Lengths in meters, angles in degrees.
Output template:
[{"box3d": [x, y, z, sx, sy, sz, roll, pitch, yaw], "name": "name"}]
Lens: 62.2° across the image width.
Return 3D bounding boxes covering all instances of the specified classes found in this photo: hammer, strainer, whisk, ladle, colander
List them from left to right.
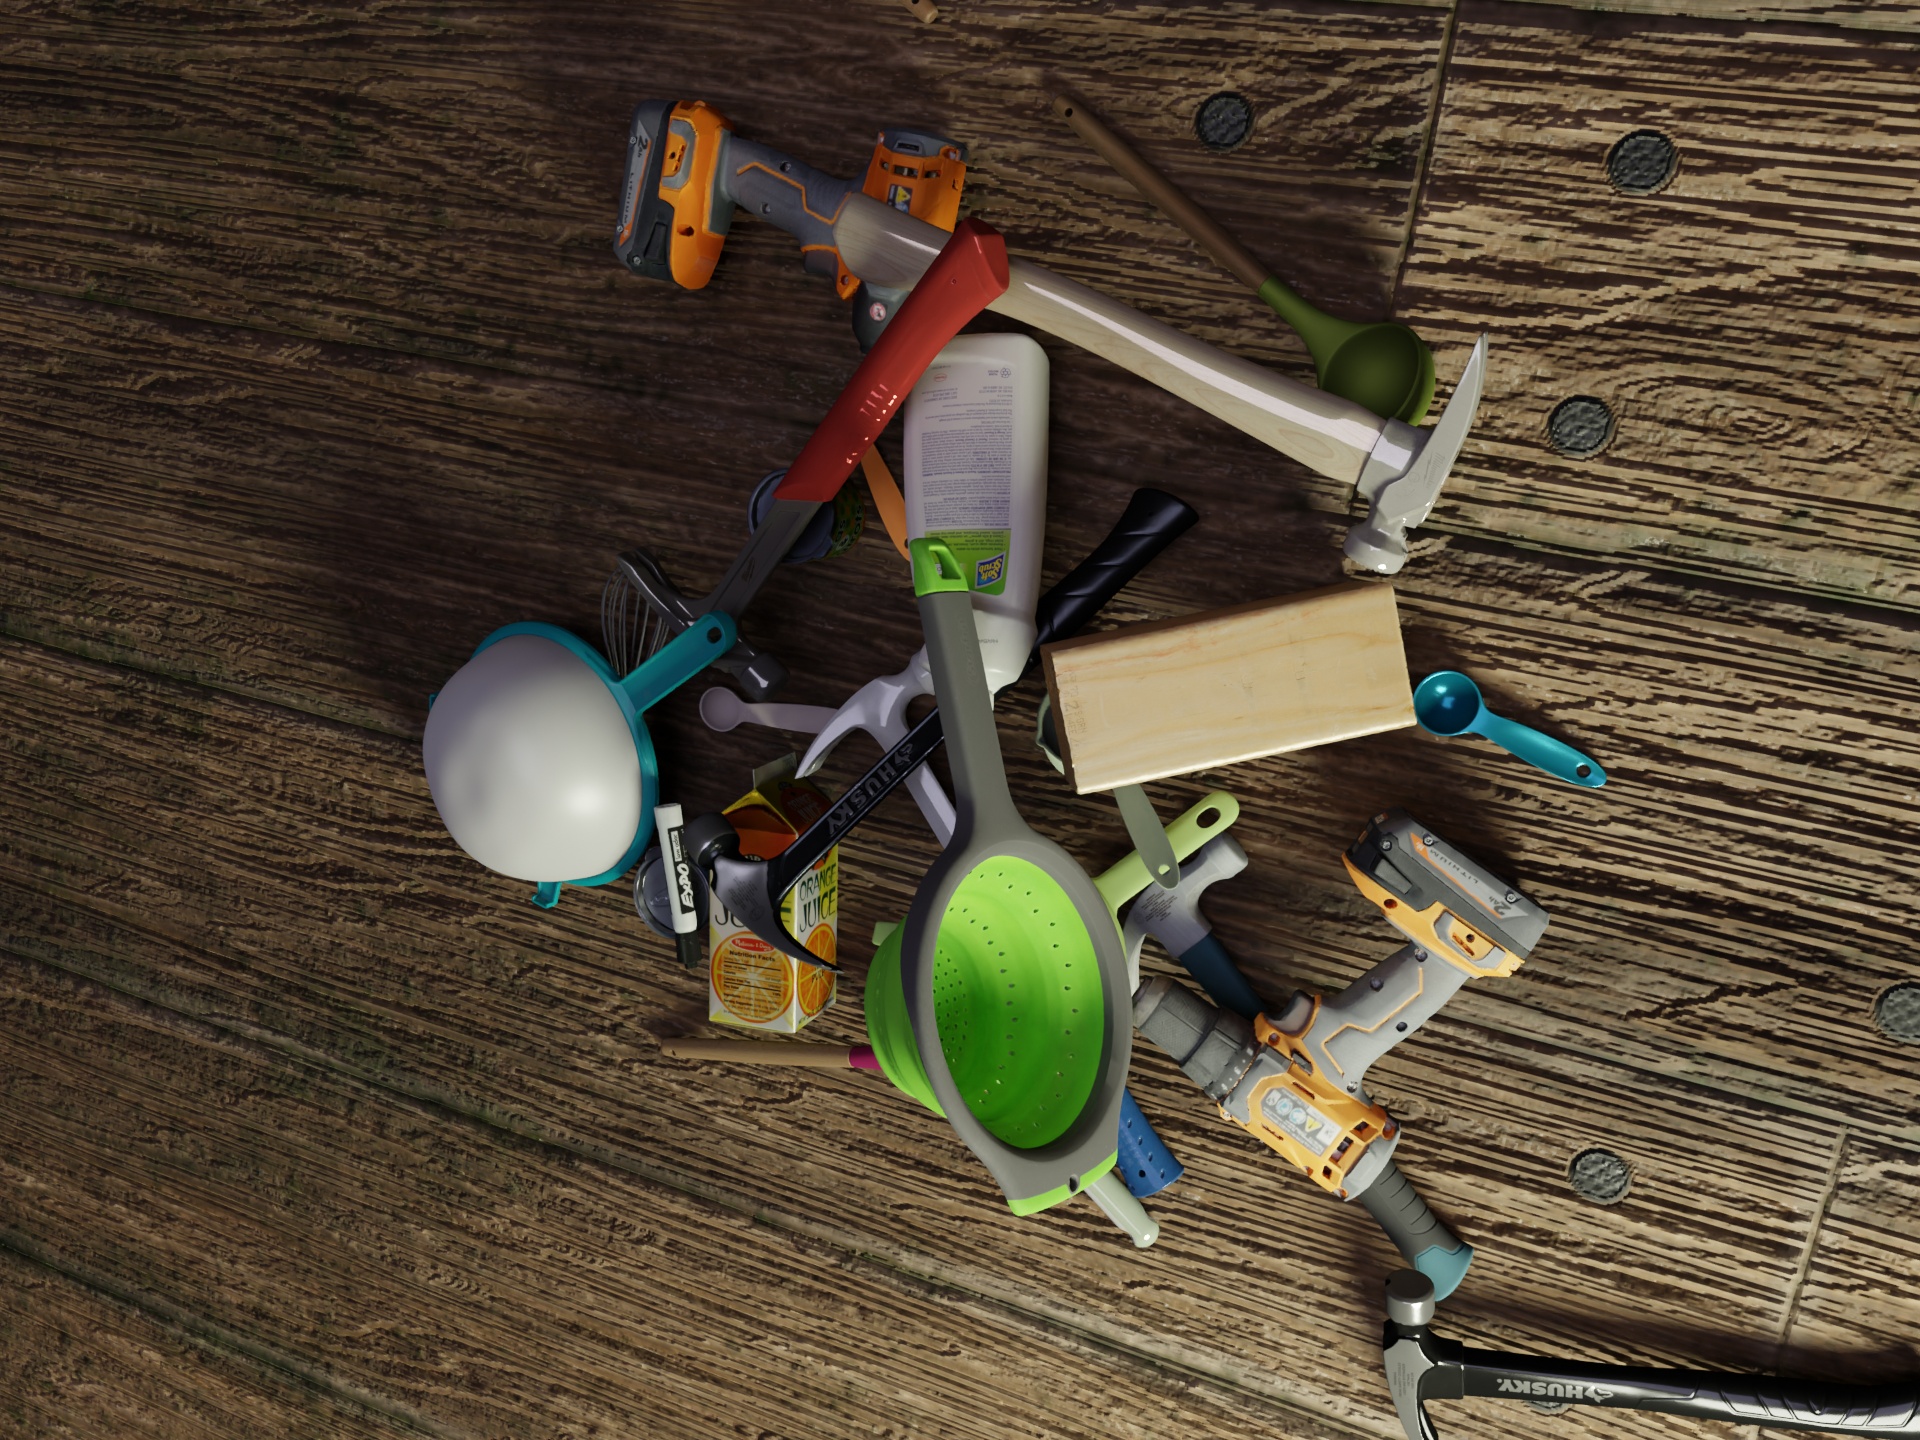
[{"box3d": [-0.289, 0.012, 1.146, 0.340, 0.095, 0.211, -31, 87, 39], "name": "strainer"}, {"box3d": [-0.250, -0.010, 1.201, 0.055, 0.055, 0.239, 14, 107, 18], "name": "whisk"}, {"box3d": [-0.091, -0.179, 1.037, 0.149, 0.037, 0.359, 45, 121, 8], "name": "hammer"}, {"box3d": [-0.006, 0.091, 0.964, 0.094, 0.204, 0.397, -14, 85, 38], "name": "colander"}, {"box3d": [-0.002, -0.003, 1.055, 0.409, 0.036, 0.149, -43, 63, 5], "name": "hammer"}, {"box3d": [0.031, 0.152, 1.123, 0.144, 0.035, 0.405, -32, 87, 19], "name": "hammer"}, {"box3d": [0.051, 0.280, 1.132, 0.059, 0.058, 0.246, -43, 86, -9], "name": "whisk"}, {"box3d": [0.080, 0.133, 1.062, 0.256, 0.069, 0.151, -37, 74, -1], "name": "strainer"}, {"box3d": [0.107, -0.239, 0.963, 0.411, 0.038, 0.146, 28, 117, 14], "name": "hammer"}, {"box3d": [0.168, -0.291, 0.995, 0.320, 0.062, 0.078, 46, 117, 12], "name": "ladle"}, {"box3d": [0.228, 0.241, 1.064, 0.128, 0.033, 0.331, -40, 83, 20], "name": "hammer"}, {"box3d": [0.440, 0.426, 1.002, 0.335, 0.035, 0.146, -1, 112, 17], "name": "hammer"}]

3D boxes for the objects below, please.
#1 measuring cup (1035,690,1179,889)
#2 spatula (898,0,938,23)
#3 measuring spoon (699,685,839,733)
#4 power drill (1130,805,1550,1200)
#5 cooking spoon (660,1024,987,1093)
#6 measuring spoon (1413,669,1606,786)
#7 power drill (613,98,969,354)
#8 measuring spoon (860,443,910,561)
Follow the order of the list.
[{"box3d": [0.106, 0.043, 1.043, 0.083, 0.038, 0.168, -22, 62, -1], "name": "measuring cup"}, {"box3d": [-0.132, -0.578, 1.070, 0.317, 0.044, 0.082, 45, 107, 8], "name": "spatula"}, {"box3d": [-0.133, -0.005, 1.177, 0.124, 0.018, 0.034, 6, 106, 13], "name": "measuring spoon"}, {"box3d": [0.233, 0.162, 1.002, 0.185, 0.084, 0.226, 35, 99, 6], "name": "power drill"}, {"box3d": [-0.098, 0.246, 1.166, 0.319, 0.017, 0.068, -4, 117, 33], "name": "cooking spoon"}, {"box3d": [0.344, 0.007, 0.998, 0.128, 0.021, 0.042, 27, 107, 5], "name": "measuring spoon"}, {"box3d": [-0.116, -0.329, 1.084, 0.226, 0.084, 0.164, 15, 103, 14], "name": "power drill"}, {"box3d": [-0.053, -0.166, 1.123, 0.021, 0.011, 0.117, -23, 93, 22], "name": "measuring spoon"}]
